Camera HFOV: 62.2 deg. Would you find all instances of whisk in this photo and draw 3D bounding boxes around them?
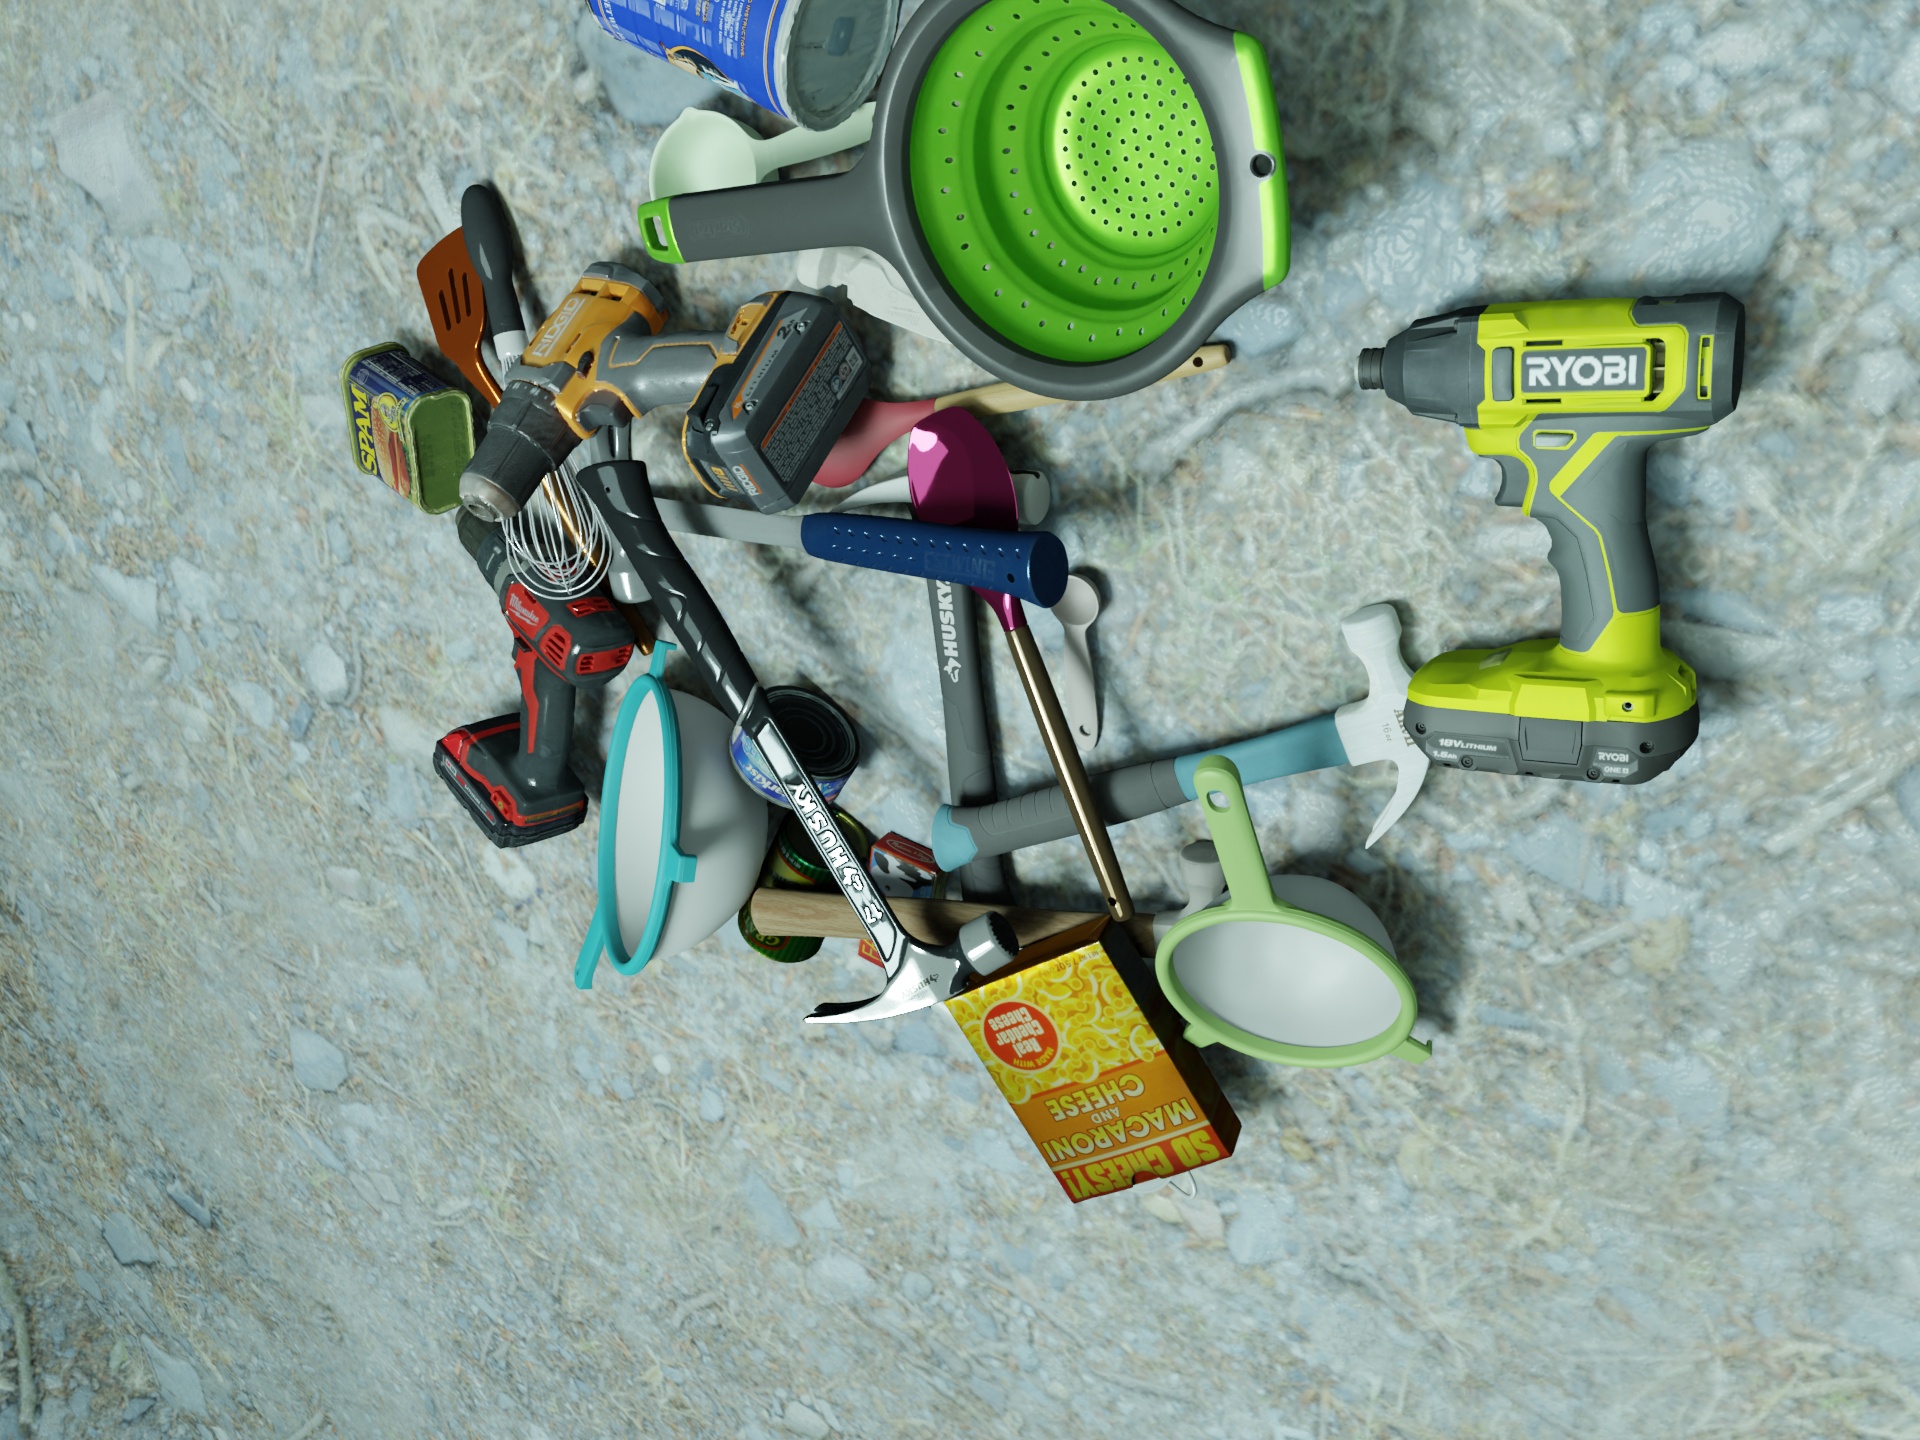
[{"bbox_3d":[-0.295,-0.222,1.079,0.070,0.070,0.284,-10,94,36],"label":"whisk"}]

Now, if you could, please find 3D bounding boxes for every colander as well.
[{"bbox_3d":[-0.001,-0.274,0.815,0.397,0.094,0.204,7,122,36],"label":"colander"}]

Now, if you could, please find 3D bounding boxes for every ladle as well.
[{"bbox_3d":[0.011,-0.186,0.934,0.315,0.031,0.069,-4,111,33],"label":"ladle"}]

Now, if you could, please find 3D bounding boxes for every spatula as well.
[{"bbox_3d":[-0.297,-0.192,1.137,0.081,0.041,0.322,-18,107,39],"label":"spatula"}]

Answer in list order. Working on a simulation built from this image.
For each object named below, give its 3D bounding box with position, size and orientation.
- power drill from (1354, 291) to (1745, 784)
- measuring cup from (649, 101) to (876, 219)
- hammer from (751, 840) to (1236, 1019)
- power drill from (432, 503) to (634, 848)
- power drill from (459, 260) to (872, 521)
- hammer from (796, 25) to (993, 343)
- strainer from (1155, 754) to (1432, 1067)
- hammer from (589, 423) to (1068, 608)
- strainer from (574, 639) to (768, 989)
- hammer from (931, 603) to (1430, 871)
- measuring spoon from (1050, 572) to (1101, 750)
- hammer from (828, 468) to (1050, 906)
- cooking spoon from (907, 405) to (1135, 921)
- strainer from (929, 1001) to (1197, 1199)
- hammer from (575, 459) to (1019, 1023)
[{"bbox_3d":[0.280,-0.090,0.774,0.171,0.080,0.223,5,112,31],"label":"power drill"},{"bbox_3d":[-0.104,-0.328,0.932,0.167,0.038,0.083,-10,95,24],"label":"measuring cup"},{"bbox_3d":[0.017,0.137,1.047,0.331,0.031,0.130,1,115,19],"label":"hammer"},{"bbox_3d":[-0.333,-0.038,1.196,0.188,0.080,0.226,44,129,27],"label":"power drill"},{"bbox_3d":[-0.188,-0.186,0.958,0.226,0.185,0.084,16,157,31],"label":"power drill"},{"bbox_3d":[0.029,-0.392,0.803,0.146,0.038,0.410,23,122,7],"label":"hammer"},{"bbox_3d":[0.178,0.098,0.907,0.151,0.069,0.256,-1,133,27],"label":"strainer"},{"bbox_3d":[-0.102,-0.122,0.987,0.406,0.035,0.144,13,119,41],"label":"hammer"},{"bbox_3d":[-0.213,0.113,1.174,0.340,0.095,0.211,121,146,-47],"label":"strainer"},{"bbox_3d":[0.121,0.036,0.947,0.331,0.033,0.128,-17,104,31],"label":"hammer"},{"bbox_3d":[0.075,-0.036,0.977,0.034,0.018,0.124,12,126,28],"label":"measuring spoon"},{"bbox_3d":[-0.002,-0.003,1.029,0.146,0.035,0.334,8,118,29],"label":"hammer"},{"bbox_3d":[0.042,-0.030,0.936,0.069,0.017,0.319,-18,95,33],"label":"cooking spoon"},{"bbox_3d":[0.065,0.245,1.109,0.259,0.050,0.086,30,119,25],"label":"strainer"},{"bbox_3d":[-0.128,0.010,1.016,0.149,0.036,0.409,-32,89,20],"label":"hammer"}]
